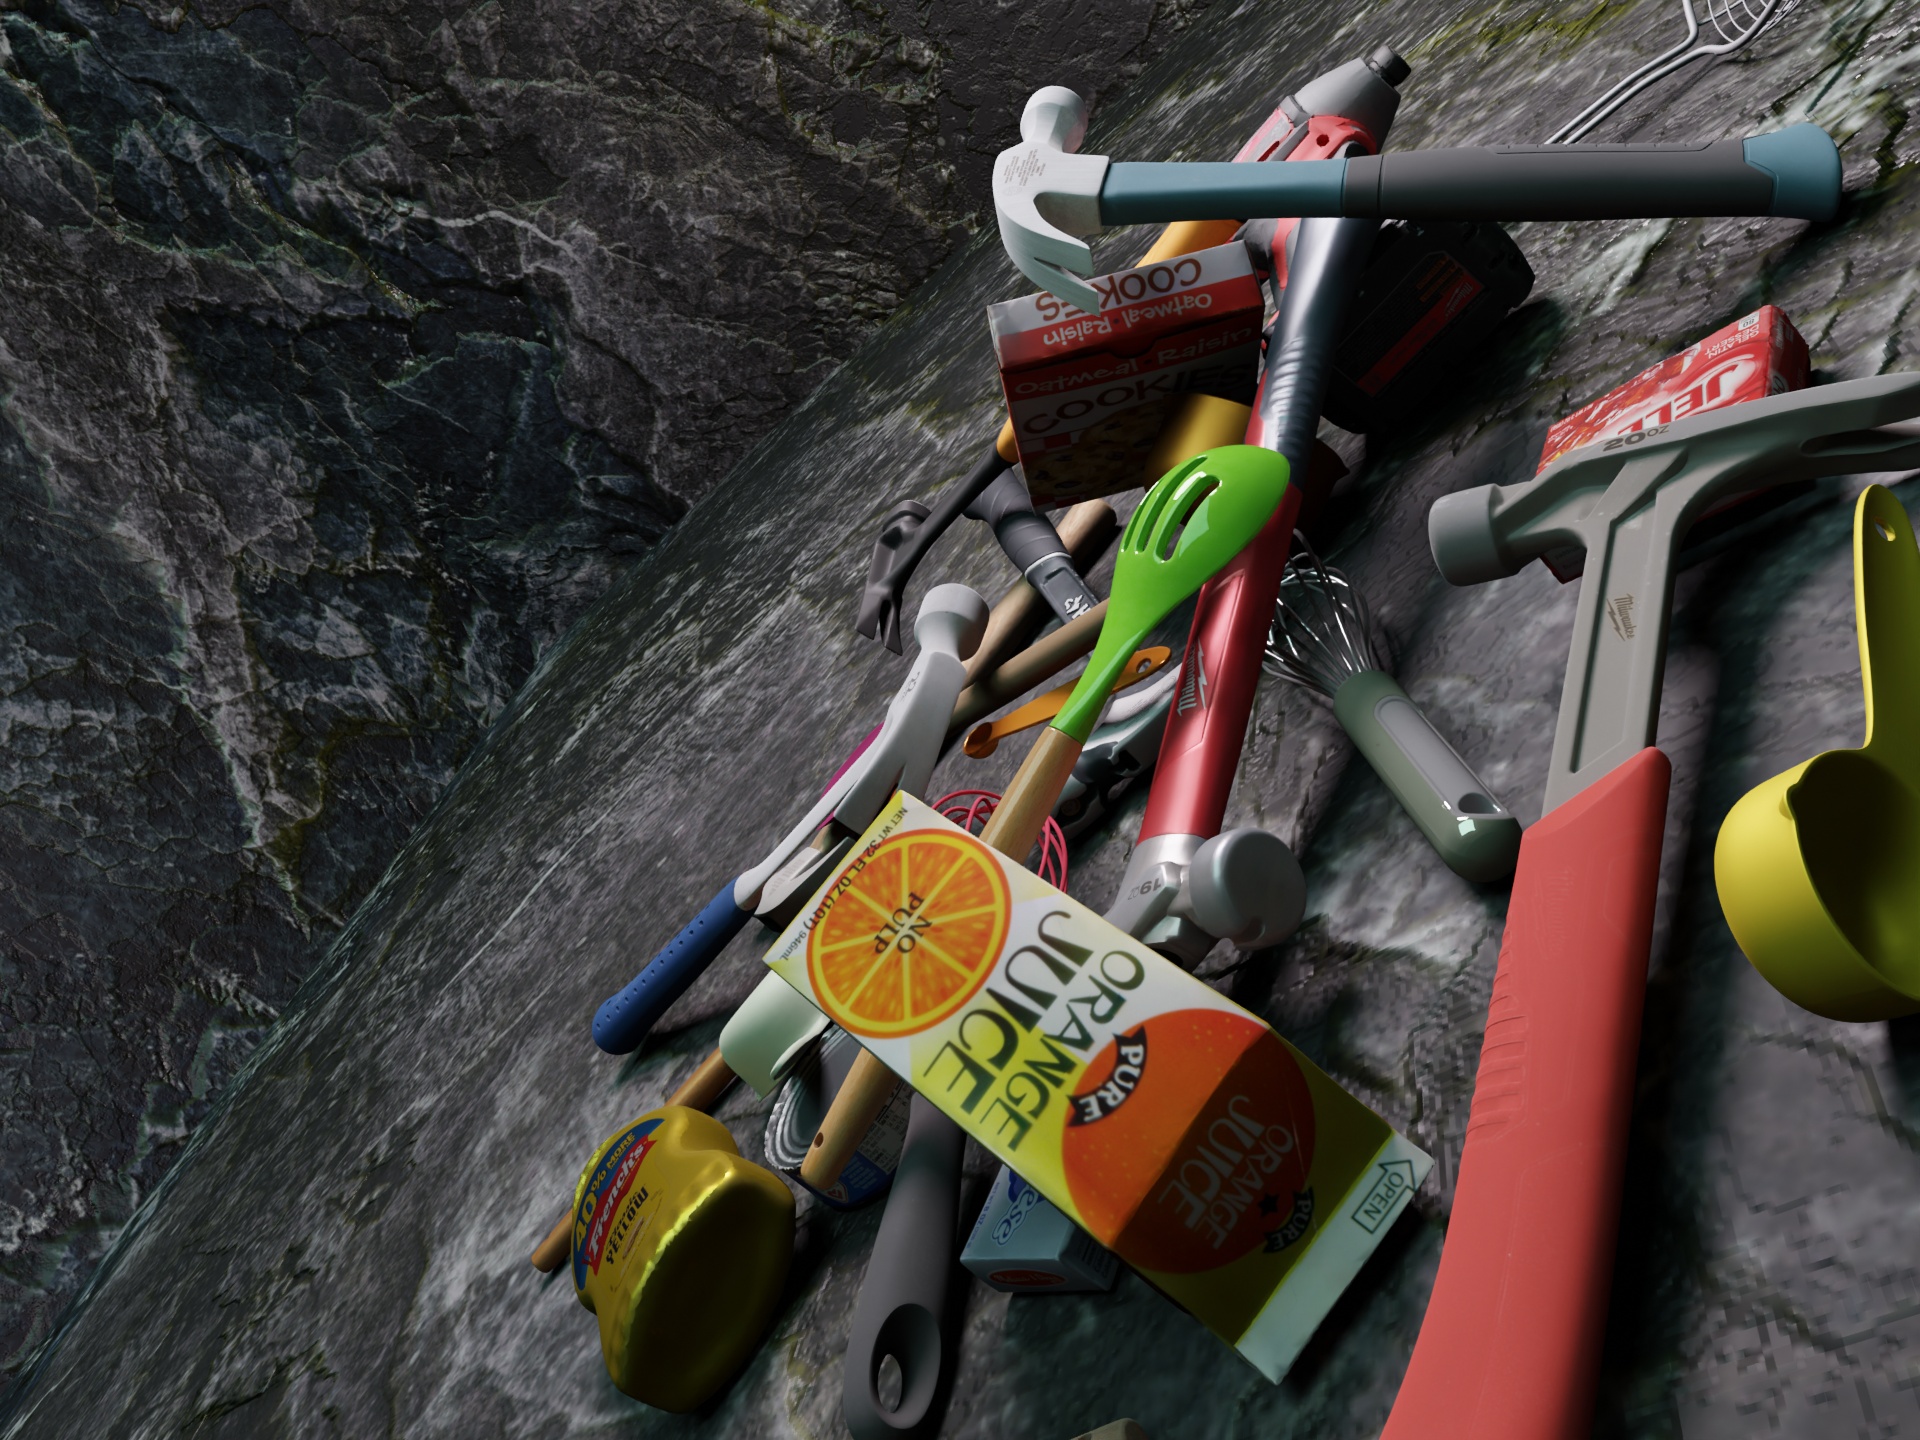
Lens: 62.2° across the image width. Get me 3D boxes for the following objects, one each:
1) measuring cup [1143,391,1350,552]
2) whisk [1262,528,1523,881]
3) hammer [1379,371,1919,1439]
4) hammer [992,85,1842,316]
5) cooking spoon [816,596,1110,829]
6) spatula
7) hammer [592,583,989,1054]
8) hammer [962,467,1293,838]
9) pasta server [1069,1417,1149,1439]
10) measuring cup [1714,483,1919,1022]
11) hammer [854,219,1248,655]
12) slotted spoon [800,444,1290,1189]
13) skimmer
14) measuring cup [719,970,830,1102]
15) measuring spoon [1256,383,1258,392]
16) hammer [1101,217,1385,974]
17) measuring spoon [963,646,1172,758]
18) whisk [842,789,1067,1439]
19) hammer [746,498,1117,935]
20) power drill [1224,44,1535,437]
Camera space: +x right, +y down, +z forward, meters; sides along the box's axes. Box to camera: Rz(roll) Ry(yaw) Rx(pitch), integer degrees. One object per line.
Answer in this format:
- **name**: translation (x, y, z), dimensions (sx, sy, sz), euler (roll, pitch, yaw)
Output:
- **measuring cup**: translation (0.132, -0.111, 0.795), dimensions (0.173, 0.095, 0.052), euler (53, -120, -86)
- **whisk**: translation (0.145, -0.011, 0.576), dimensions (0.247, 0.058, 0.059), euler (-104, 15, -64)
- **hammer**: translation (0.163, 0.048, 0.394), dimensions (0.149, 0.036, 0.359), euler (-11, 41, 39)
- **hammer**: translation (0.172, -0.218, 0.647), dimensions (0.331, 0.033, 0.128), euler (5, 53, 18)
- **cooking spoon**: translation (-0.001, -0.003, 0.801), dimensions (0.319, 0.017, 0.069), euler (-33, 26, 54)
- **spatula**: translation (-0.122, 0.165, 0.833), dimensions (0.322, 0.041, 0.081), euler (-48, 6, 4)
- **hammer**: translation (-0.112, 0.090, 0.853), dimensions (0.405, 0.035, 0.144), euler (-46, 19, 43)
- **hammer**: translation (0.057, -0.081, 0.878), dimensions (0.149, 0.036, 0.409), euler (-43, 25, 9)
- **pasta server**: translation (-0.071, 0.272, 0.486), dimensions (0.316, 0.040, 0.060), euler (-38, 9, 26)
- **measuring cup**: translation (0.207, 0.002, 0.372), dimensions (0.029, 0.062, 0.157), euler (-45, 15, 51)
- **hammer**: translation (0.045, -0.174, 0.911), dimensions (0.336, 0.034, 0.127), euler (-45, 24, 38)
- **slotted spoon**: translation (0.026, 0.028, 0.575), dimensions (0.314, 0.031, 0.070), euler (-60, 28, -5)
- **skimmer**: translation (0.283, -0.310, 0.809), dimensions (0.363, 0.090, 0.127), euler (-38, 33, 31)
- **measuring cup**: translation (-0.083, 0.136, 0.719), dimensions (0.083, 0.038, 0.167), euler (-50, -3, -4)
- **measuring spoon**: translation (0.156, -0.182, 0.883), dimensions (0.042, 0.021, 0.128), euler (-32, -7, 1)
- **hammer**: translation (0.108, -0.074, 0.635), dimensions (0.143, 0.038, 0.387), euler (-28, 36, 53)
- **measuring spoon**: translation (0.049, -0.006, 0.724), dimensions (0.117, 0.011, 0.021), euler (-25, 35, 31)
- **whisk**: translation (-0.003, 0.130, 0.602), dimensions (0.073, 0.073, 0.296), euler (-36, 26, 34)
- **hammer**: translation (-0.011, -0.007, 0.955), dimensions (0.331, 0.031, 0.130), euler (-52, 17, -13)
- **power drill**: translation (0.198, -0.256, 0.815), dimensions (0.143, 0.078, 0.220), euler (-46, 31, 27)
